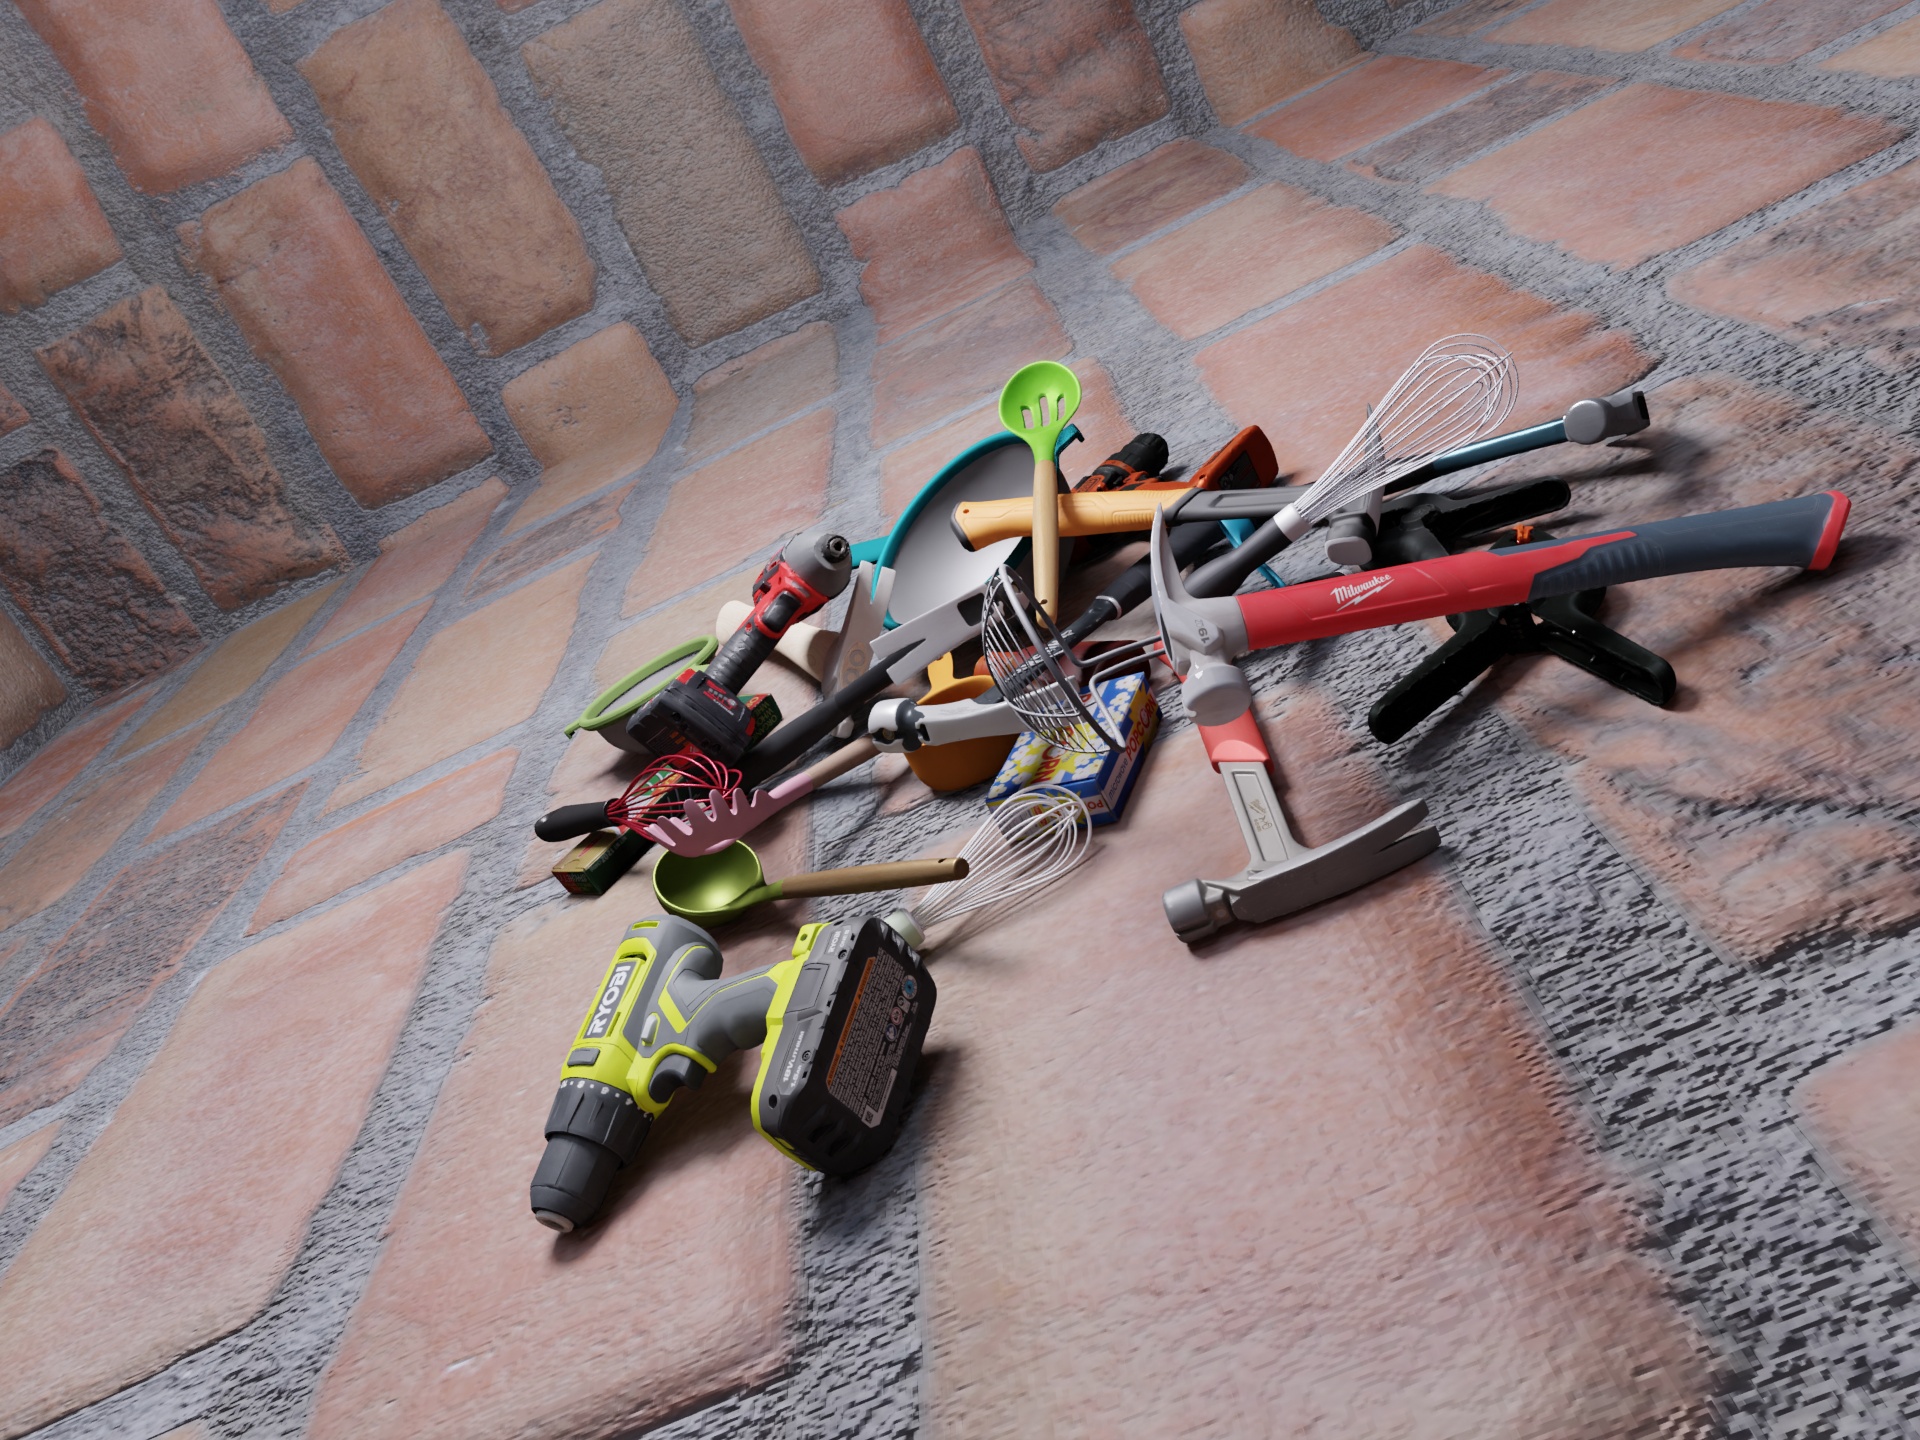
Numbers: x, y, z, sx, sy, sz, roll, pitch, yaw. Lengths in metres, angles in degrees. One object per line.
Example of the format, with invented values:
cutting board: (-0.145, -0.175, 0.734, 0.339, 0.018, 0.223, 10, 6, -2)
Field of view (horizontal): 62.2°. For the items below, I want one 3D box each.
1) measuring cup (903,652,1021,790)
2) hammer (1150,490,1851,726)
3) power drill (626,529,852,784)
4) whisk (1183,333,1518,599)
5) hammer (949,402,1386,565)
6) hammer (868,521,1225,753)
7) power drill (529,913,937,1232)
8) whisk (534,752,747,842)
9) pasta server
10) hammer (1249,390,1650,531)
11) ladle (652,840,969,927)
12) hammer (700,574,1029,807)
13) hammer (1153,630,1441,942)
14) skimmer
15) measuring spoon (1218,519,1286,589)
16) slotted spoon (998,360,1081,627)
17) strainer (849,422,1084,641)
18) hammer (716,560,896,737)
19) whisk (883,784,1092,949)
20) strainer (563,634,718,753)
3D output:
measuring cup: (-0.002, -0.004, 1.203, 0.095, 0.052, 0.174, -26, 22, 7)
hammer: (0.303, -0.094, 0.906, 0.386, 0.038, 0.143, -10, 55, 0)
power drill: (-0.165, -0.061, 1.278, 0.220, 0.078, 0.143, -57, 14, -25)
whisk: (0.249, -0.153, 1.068, 0.284, 0.070, 0.070, -38, 19, 23)
hammer: (0.148, -0.165, 1.195, 0.337, 0.034, 0.127, -1, 56, 28)
hammer: (0.103, -0.077, 1.154, 0.149, 0.036, 0.409, -5, 21, 36)
power drill: (-0.139, 0.196, 0.899, 0.228, 0.080, 0.191, -11, 45, 36)
whisk: (-0.264, 0.071, 1.259, 0.296, 0.073, 0.073, -12, 27, 48)
pasta server: (-0.099, 0.028, 1.171, 0.316, 0.040, 0.060, -30, -1, -44)
hammer: (0.343, -0.187, 1.177, 0.128, 0.033, 0.331, -18, 5, -44)
ladle: (-0.104, 0.098, 1.045, 0.078, 0.062, 0.320, -39, 16, -36)
hammer: (-0.098, -0.006, 1.205, 0.334, 0.035, 0.146, -33, -1, 40)
hammer: (0.179, 0.007, 0.998, 0.149, 0.036, 0.359, -24, 24, 11)
skimmer: (0.153, -0.066, 0.989, 0.363, 0.127, 0.090, -18, -19, -39)
measuring spoon: (0.231, -0.130, 1.221, 0.021, 0.042, 0.129, -35, 31, 5)
slotted spoon: (0.062, -0.175, 1.201, 0.070, 0.031, 0.314, -14, 42, 15)
strainer: (-0.012, -0.137, 1.417, 0.340, 0.095, 0.211, -4, 55, 52)
hammer: (-0.160, -0.088, 1.490, 0.411, 0.038, 0.146, 22, 96, 66)
whisk: (-0.022, 0.122, 0.984, 0.246, 0.059, 0.057, -36, -13, -7)
strainer: (-0.247, -0.017, 1.457, 0.151, 0.069, 0.256, -42, 21, -32)
